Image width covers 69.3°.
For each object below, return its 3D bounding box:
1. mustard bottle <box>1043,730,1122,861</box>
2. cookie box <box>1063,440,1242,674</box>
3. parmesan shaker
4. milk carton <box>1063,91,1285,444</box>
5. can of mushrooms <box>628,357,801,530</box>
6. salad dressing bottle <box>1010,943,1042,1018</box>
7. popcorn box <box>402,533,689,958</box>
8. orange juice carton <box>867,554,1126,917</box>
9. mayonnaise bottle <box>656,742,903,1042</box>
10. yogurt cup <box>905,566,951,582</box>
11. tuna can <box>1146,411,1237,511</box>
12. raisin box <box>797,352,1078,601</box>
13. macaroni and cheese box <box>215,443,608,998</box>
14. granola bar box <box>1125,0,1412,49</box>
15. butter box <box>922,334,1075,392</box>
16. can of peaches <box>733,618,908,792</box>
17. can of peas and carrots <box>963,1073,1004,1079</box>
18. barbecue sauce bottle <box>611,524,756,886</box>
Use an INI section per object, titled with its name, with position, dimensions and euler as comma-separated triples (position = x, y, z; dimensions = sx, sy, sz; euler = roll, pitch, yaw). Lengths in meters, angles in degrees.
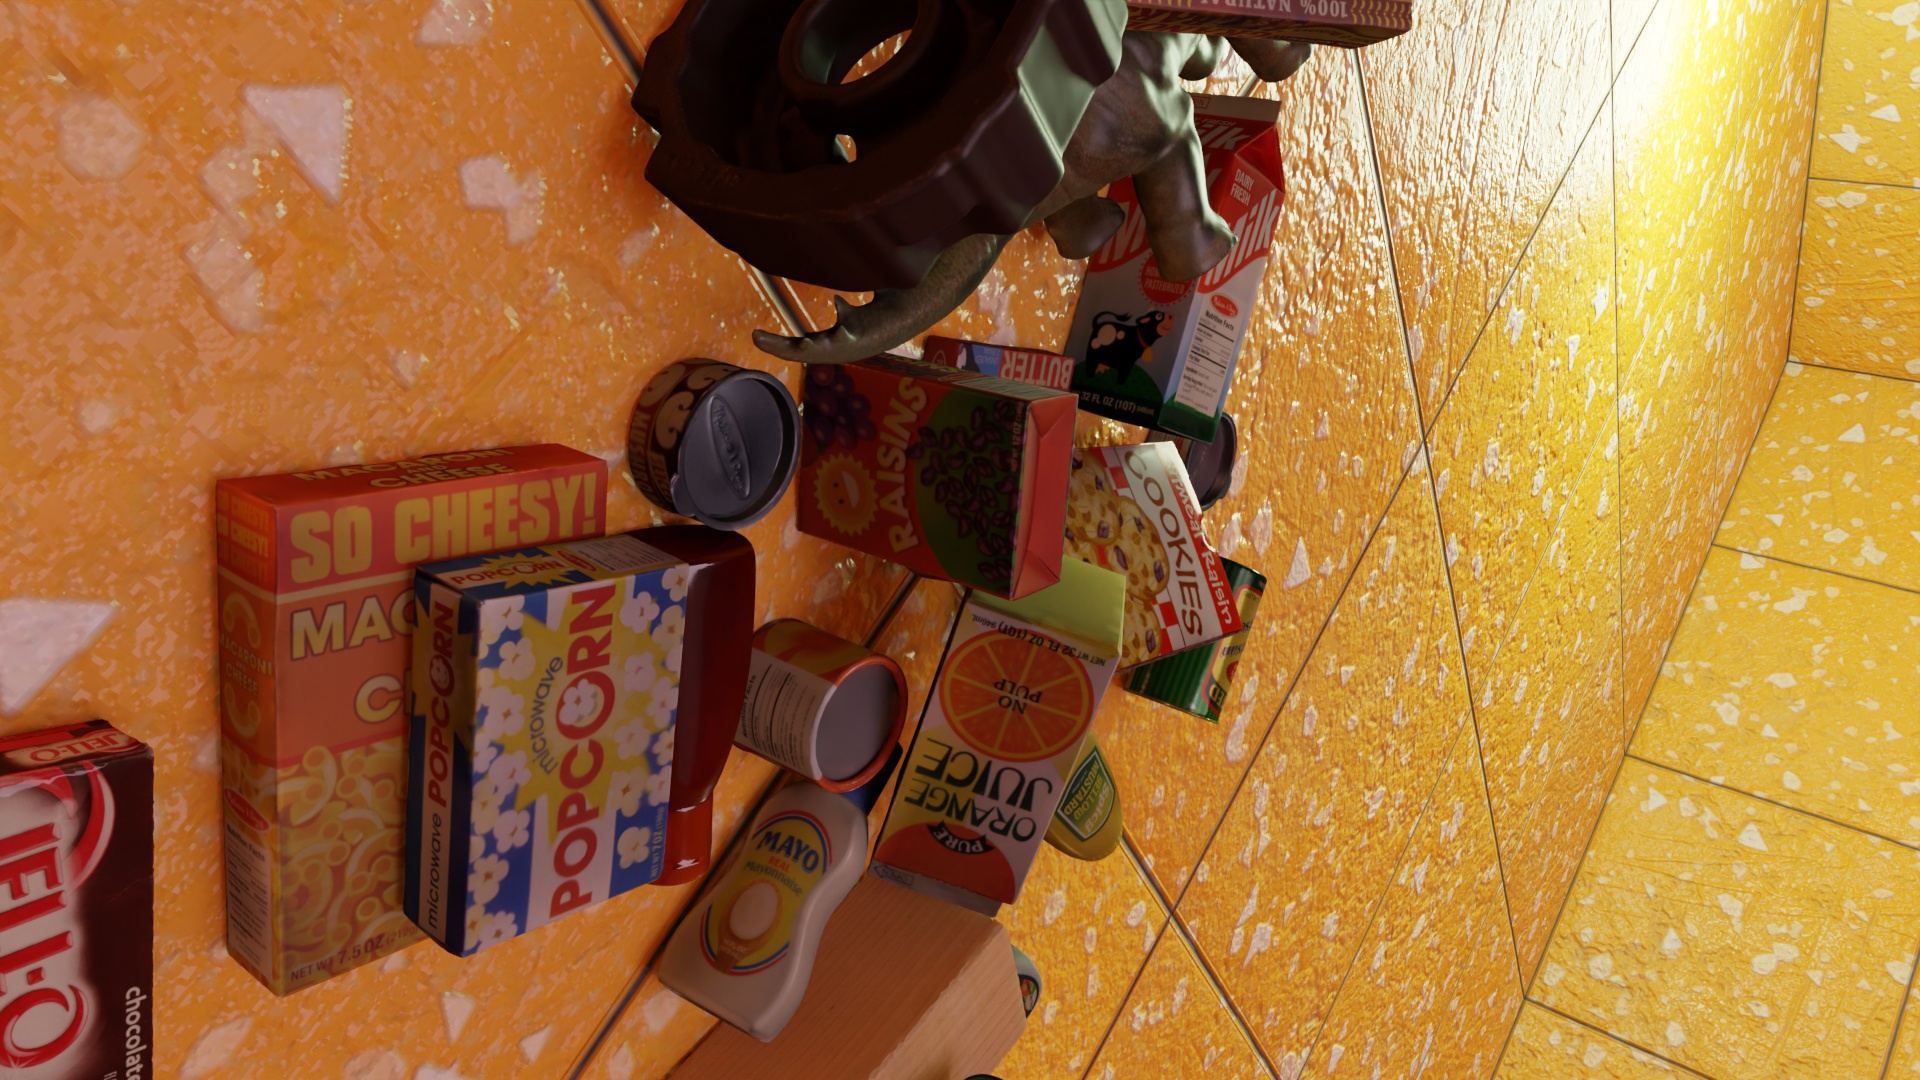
[mustard bottle]
position = 0.069, 0.161, 0.861
dimensions = 0.065, 0.049, 0.159
euler = -55, 141, -18
[cookie box]
position = 0.086, 0.010, 0.776
dimensions = 0.168, 0.040, 0.123
euler = -8, 77, -51
[parmesan shaker]
position = 0.155, 0.062, 0.919
dimensions = 0.071, 0.071, 0.103
euler = 26, 83, -54
[milk carton]
position = 0.123, -0.157, 0.780
dimensions = 0.073, 0.072, 0.190
euler = 11, 96, -55
[can of mushrooms]
position = -0.101, -0.038, 0.562
dimensions = 0.071, 0.033, 0.070
euler = -27, 126, -46
[salad dressing bottle]
position = -0.011, 0.300, 0.816
dimensions = 0.148, 0.044, 0.064
euler = -38, 131, -38
[popcorn box]
position = -0.141, 0.067, 0.475
dimensions = 0.085, 0.038, 0.126
euler = -11, 113, -51
[orange juice carton]
position = 0.013, 0.101, 0.663
dimensions = 0.073, 0.072, 0.191
euler = -71, -179, -63
[mayonnaise bottle]
position = -0.078, 0.153, 0.652
dimensions = 0.149, 0.065, 0.041
euler = -60, 159, -23
[yogurt cup]
position = 0.002, -0.009, 0.689
dimensions = 0.054, 0.072, 0.072
euler = 1, 104, -45
[tuna can]
position = 0.148, -0.052, 0.891
dimensions = 0.071, 0.033, 0.070
euler = -26, 124, -45
[raisin box]
position = -0.014, -0.032, 0.604
dimensions = 0.040, 0.123, 0.085
euler = -17, 118, -50
[macaroni and cheese box]
position = -0.186, 0.055, 0.480
dimensions = 0.124, 0.040, 0.166
euler = -13, 115, -51
[granola bar box]
position = 0.116, -0.275, 0.575
dimensions = 0.166, 0.039, 0.124
euler = -8, 99, -31
[butter box]
position = 0.018, -0.074, 0.714
dimensions = 0.104, 0.024, 0.053
euler = -4, 108, -52
[can of peaches]
position = -0.064, 0.075, 0.637
dimensions = 0.071, 0.058, 0.071
euler = -25, 123, -45
[can of peas and carrots]
position = 0.001, 0.298, 0.659
dimensions = 0.059, 0.071, 0.070
euler = -15, 116, -50
[barbecue sauce bottle]
position = -0.119, 0.070, 0.573
dimensions = 0.065, 0.044, 0.148
euler = -8, 112, -35
